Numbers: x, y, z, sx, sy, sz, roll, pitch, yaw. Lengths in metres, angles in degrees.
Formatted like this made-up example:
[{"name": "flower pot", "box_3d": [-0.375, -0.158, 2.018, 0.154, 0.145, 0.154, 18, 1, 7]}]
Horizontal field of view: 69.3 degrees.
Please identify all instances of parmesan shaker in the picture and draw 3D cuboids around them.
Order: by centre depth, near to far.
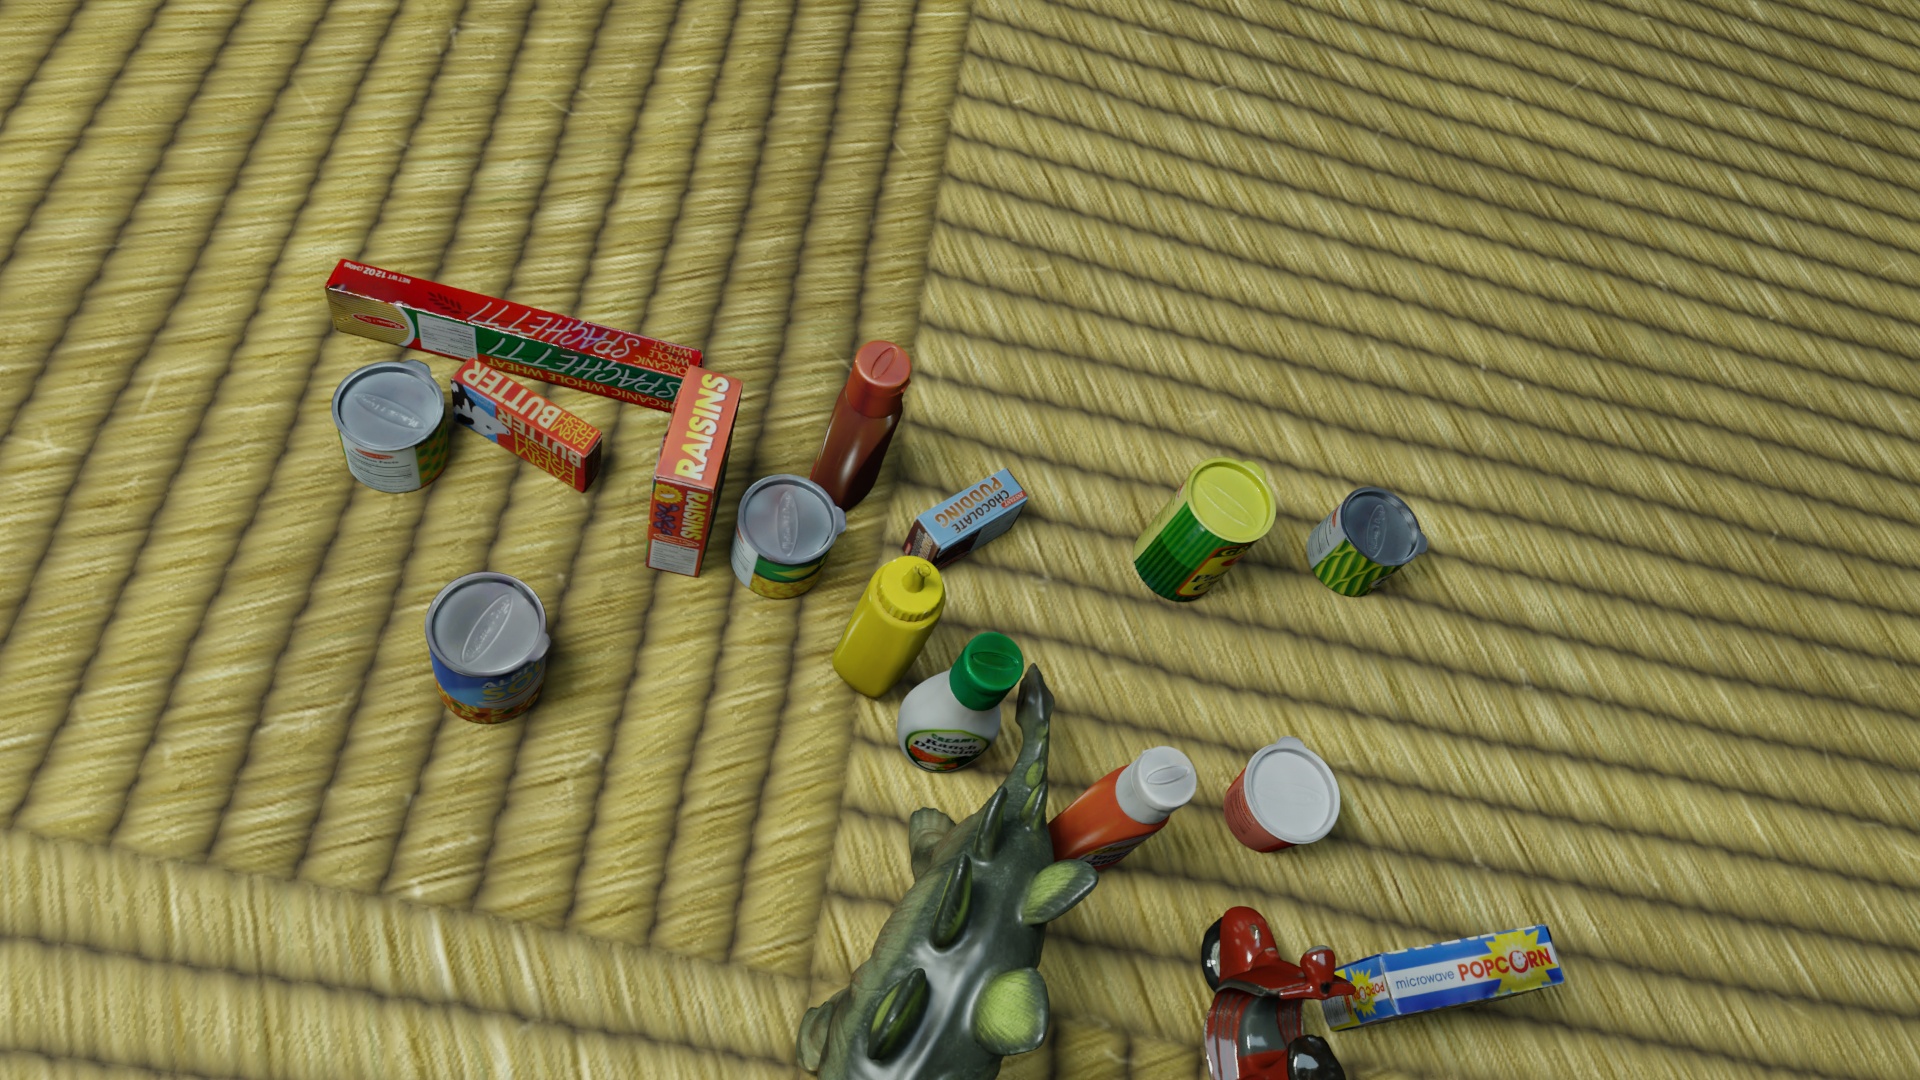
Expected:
[{"name": "parmesan shaker", "box_3d": [0.174, -0.007, 0.992, 0.071, 0.102, 0.071, 7, 61, -13]}]

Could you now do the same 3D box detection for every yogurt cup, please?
[{"name": "yogurt cup", "box_3d": [0.212, 0.176, 0.934, 0.072, 0.053, 0.073, 7, 61, -13]}]

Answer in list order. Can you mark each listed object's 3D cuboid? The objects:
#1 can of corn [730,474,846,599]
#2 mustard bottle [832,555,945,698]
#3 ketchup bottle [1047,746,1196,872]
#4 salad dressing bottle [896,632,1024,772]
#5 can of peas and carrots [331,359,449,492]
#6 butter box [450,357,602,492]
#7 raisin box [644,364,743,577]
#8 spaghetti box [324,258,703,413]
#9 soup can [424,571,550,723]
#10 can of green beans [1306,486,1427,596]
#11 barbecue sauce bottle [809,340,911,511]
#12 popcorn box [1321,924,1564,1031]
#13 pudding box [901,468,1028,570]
[{"name": "can of corn", "box_3d": [-0.116, -0.002, 0.931, 0.071, 0.058, 0.071, 7, 61, -13]}, {"name": "mustard bottle", "box_3d": [-0.040, 0.046, 0.868, 0.049, 0.159, 0.065, 35, 59, 4]}, {"name": "ketchup bottle", "box_3d": [0.099, 0.166, 0.851, 0.065, 0.148, 0.043, -11, 67, -21]}, {"name": "salad dressing bottle", "box_3d": [0.001, 0.101, 0.858, 0.064, 0.147, 0.044, 11, 61, -11]}, {"name": "can of peas and carrots", "box_3d": [-0.365, -0.074, 0.897, 0.071, 0.058, 0.071, 7, 61, -13]}, {"name": "butter box", "box_3d": [-0.288, -0.076, 0.924, 0.103, 0.053, 0.024, 30, 59, 1]}, {"name": "raisin box", "box_3d": [-0.174, -0.042, 0.898, 0.040, 0.122, 0.086, 15, 60, -8]}, {"name": "spaghetti box", "box_3d": [-0.301, -0.137, 0.954, 0.250, 0.050, 0.029, 13, 60, -9]}, {"name": "soup can", "box_3d": [-0.280, 0.067, 0.832, 0.071, 0.083, 0.071, 7, 61, -13]}, {"name": "can of green beans", "box_3d": [0.304, 0.002, 1.051, 0.071, 0.057, 0.071, 7, 61, -13]}, {"name": "barbecue sauce bottle", "box_3d": [-0.066, -0.078, 0.934, 0.044, 0.147, 0.065, 32, 59, 2]}, {"name": "popcorn box", "box_3d": [0.304, 0.280, 0.887, 0.127, 0.084, 0.038, -4, 64, -18]}, {"name": "pudding box", "box_3d": [0.003, -0.012, 0.976, 0.084, 0.049, 0.030, -30, 75, -27]}]
